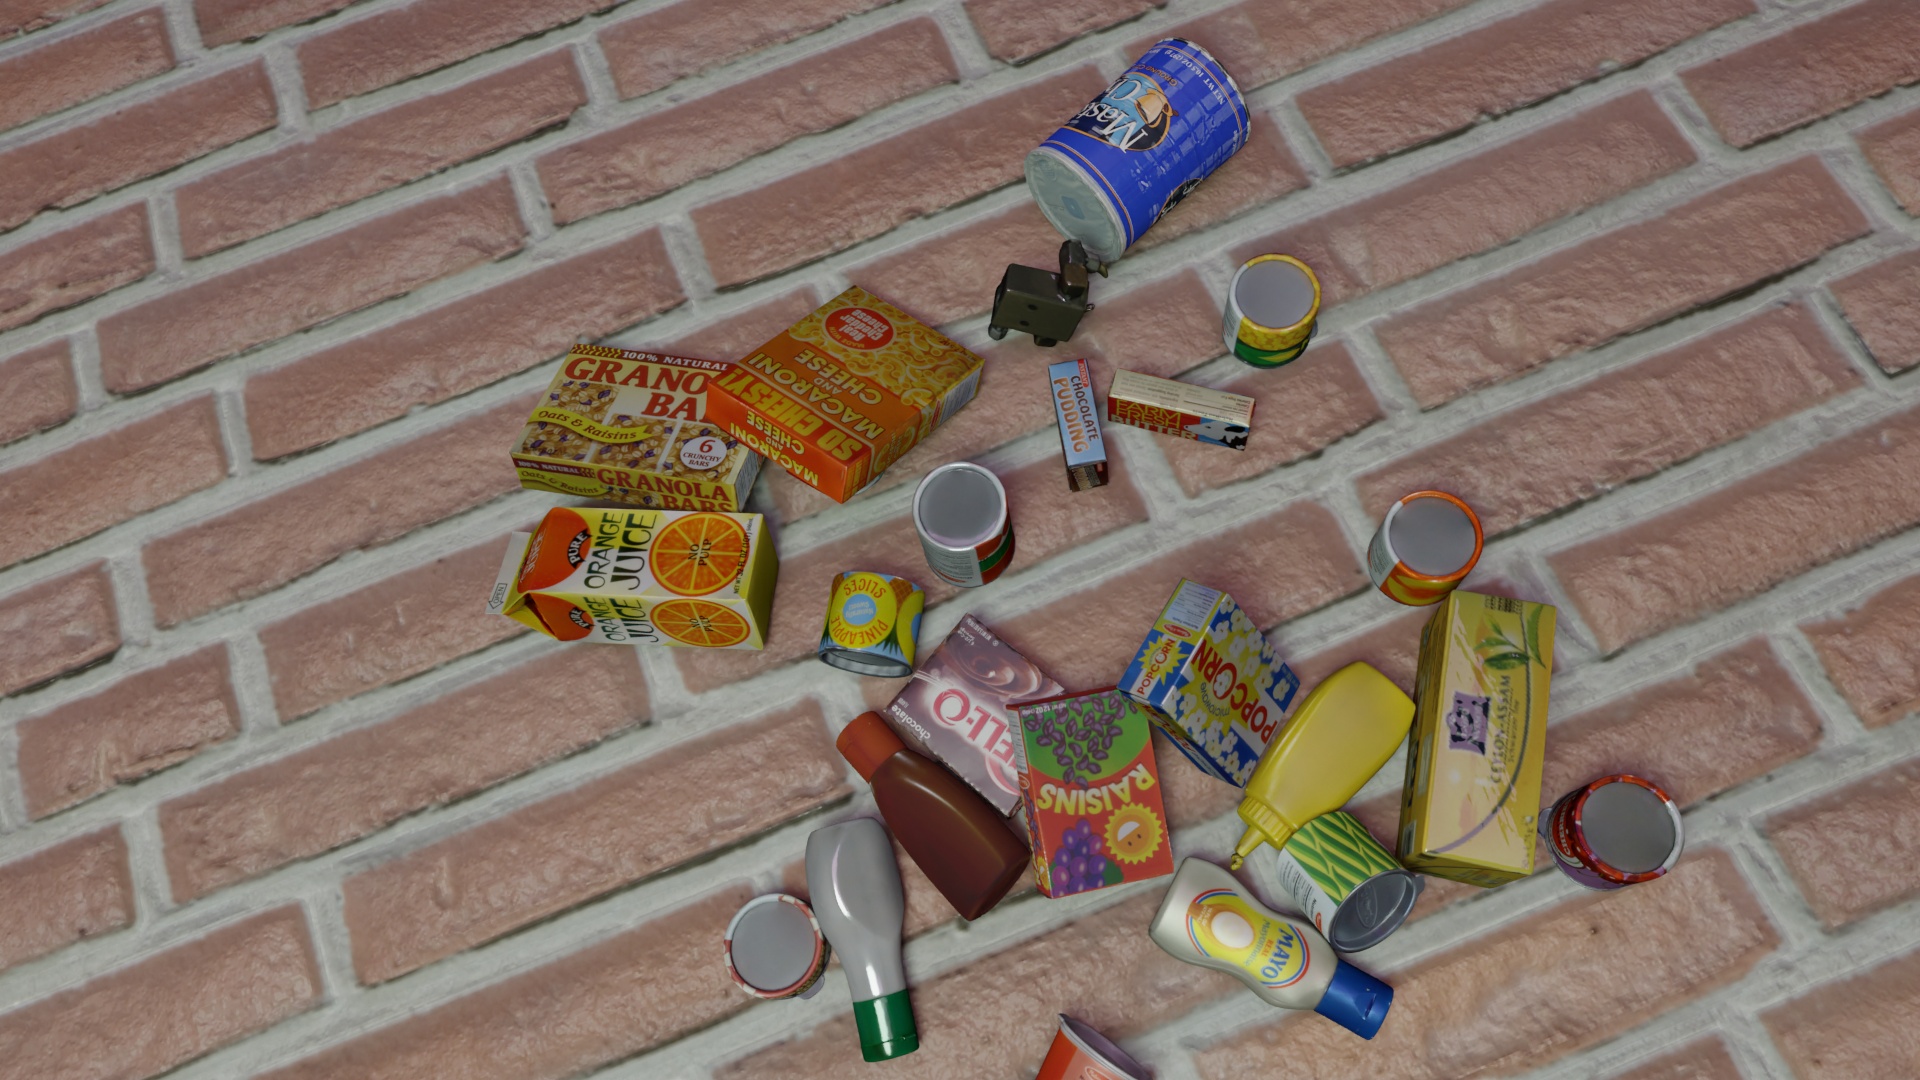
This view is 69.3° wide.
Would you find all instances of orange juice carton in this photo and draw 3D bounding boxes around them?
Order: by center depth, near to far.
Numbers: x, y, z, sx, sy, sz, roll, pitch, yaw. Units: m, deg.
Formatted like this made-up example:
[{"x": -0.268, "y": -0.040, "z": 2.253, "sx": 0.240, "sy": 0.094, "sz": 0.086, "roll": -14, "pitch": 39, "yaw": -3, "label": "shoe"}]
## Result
[{"x": -0.231, "y": 0.026, "z": 0.972, "sx": 0.193, "sy": 0.072, "sz": 0.072, "roll": 2, "pitch": 57, "yaw": 6, "label": "orange juice carton"}]

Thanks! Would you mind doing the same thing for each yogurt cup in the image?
[{"x": 0.077, "y": 0.334, "z": 0.847, "sx": 0.072, "sy": 0.072, "sz": 0.054, "roll": 32, "pitch": 85, "yaw": 15, "label": "yogurt cup"}]

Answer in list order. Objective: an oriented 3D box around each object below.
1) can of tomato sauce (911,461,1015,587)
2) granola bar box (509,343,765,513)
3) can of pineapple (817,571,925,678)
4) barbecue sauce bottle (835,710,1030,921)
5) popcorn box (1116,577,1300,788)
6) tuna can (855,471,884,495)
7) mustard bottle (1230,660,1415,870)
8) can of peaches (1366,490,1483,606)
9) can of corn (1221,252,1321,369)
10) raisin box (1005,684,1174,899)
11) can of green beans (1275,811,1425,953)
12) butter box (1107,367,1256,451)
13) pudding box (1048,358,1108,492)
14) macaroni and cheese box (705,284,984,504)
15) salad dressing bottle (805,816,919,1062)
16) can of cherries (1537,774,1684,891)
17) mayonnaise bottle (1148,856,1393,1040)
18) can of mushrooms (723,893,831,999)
[{"x": 0.003, "y": -0.012, "z": 0.965, "sx": 0.071, "sy": 0.083, "sz": 0.071, "roll": -2, "pitch": 71, "yaw": 5, "label": "can of tomato sauce"}, {"x": -0.223, "y": -0.082, "z": 1.013, "sx": 0.165, "sy": 0.038, "sz": 0.125, "roll": 8, "pitch": 49, "yaw": 8, "label": "granola bar box"}, {"x": -0.061, "y": 0.058, "z": 0.954, "sx": 0.071, "sy": 0.070, "sz": 0.058, "roll": 7, "pitch": 71, "yaw": 8, "label": "can of pineapple"}, {"x": -0.023, "y": 0.176, "z": 0.916, "sx": 0.149, "sy": 0.044, "sz": 0.064, "roll": 44, "pitch": 123, "yaw": 22, "label": "barbecue sauce bottle"}, {"x": 0.163, "y": 0.094, "z": 0.893, "sx": 0.038, "sy": 0.126, "sz": 0.085, "roll": 20, "pitch": 72, "yaw": 46, "label": "popcorn box"}, {"x": -0.088, "y": -0.070, "z": 1.021, "sx": 0.071, "sy": 0.032, "sz": 0.071, "roll": -1, "pitch": 71, "yaw": 4, "label": "tuna can"}, {"x": 0.226, "y": 0.152, "z": 0.905, "sx": 0.065, "sy": 0.048, "sz": 0.160, "roll": 43, "pitch": 80, "yaw": 12, "label": "mustard bottle"}, {"x": 0.318, "y": 0.005, "z": 0.944, "sx": 0.071, "sy": 0.058, "sz": 0.071, "roll": -2, "pitch": 70, "yaw": 5, "label": "can of peaches"}, {"x": 0.229, "y": -0.168, "z": 1.014, "sx": 0.071, "sy": 0.058, "sz": 0.071, "roll": -2, "pitch": 71, "yaw": 5, "label": "can of corn"}, {"x": 0.083, "y": 0.160, "z": 0.895, "sx": 0.086, "sy": 0.040, "sz": 0.123, "roll": -9, "pitch": 87, "yaw": -13, "label": "raisin box"}, {"x": 0.240, "y": 0.212, "z": 0.864, "sx": 0.071, "sy": 0.071, "sz": 0.058, "roll": -32, "pitch": 39, "yaw": -6, "label": "can of green beans"}, {"x": 0.158, "y": -0.094, "z": 0.997, "sx": 0.103, "sy": 0.053, "sz": 0.024, "roll": 14, "pitch": 76, "yaw": 10, "label": "butter box"}, {"x": 0.085, "y": -0.082, "z": 1.001, "sx": 0.030, "sy": 0.049, "sz": 0.084, "roll": -10, "pitch": 69, "yaw": 4, "label": "pudding box"}, {"x": -0.080, "y": -0.107, "z": 0.989, "sx": 0.124, "sy": 0.040, "sz": 0.167, "roll": 32, "pitch": 47, "yaw": 17, "label": "macaroni and cheese box"}, {"x": -0.060, "y": 0.255, "z": 0.892, "sx": 0.044, "sy": 0.064, "sz": 0.148, "roll": -25, "pitch": 72, "yaw": 38, "label": "salad dressing bottle"}, {"x": 0.407, "y": 0.184, "z": 0.873, "sx": 0.071, "sy": 0.058, "sz": 0.071, "roll": -1, "pitch": 71, "yaw": 4, "label": "can of cherries"}, {"x": 0.196, "y": 0.259, "z": 0.874, "sx": 0.148, "sy": 0.041, "sz": 0.065, "roll": 27, "pitch": 77, "yaw": 14, "label": "mayonnaise bottle"}, {"x": -0.118, "y": 0.266, "z": 0.904, "sx": 0.071, "sy": 0.033, "sz": 0.071, "roll": -2, "pitch": 70, "yaw": 4, "label": "can of mushrooms"}]
